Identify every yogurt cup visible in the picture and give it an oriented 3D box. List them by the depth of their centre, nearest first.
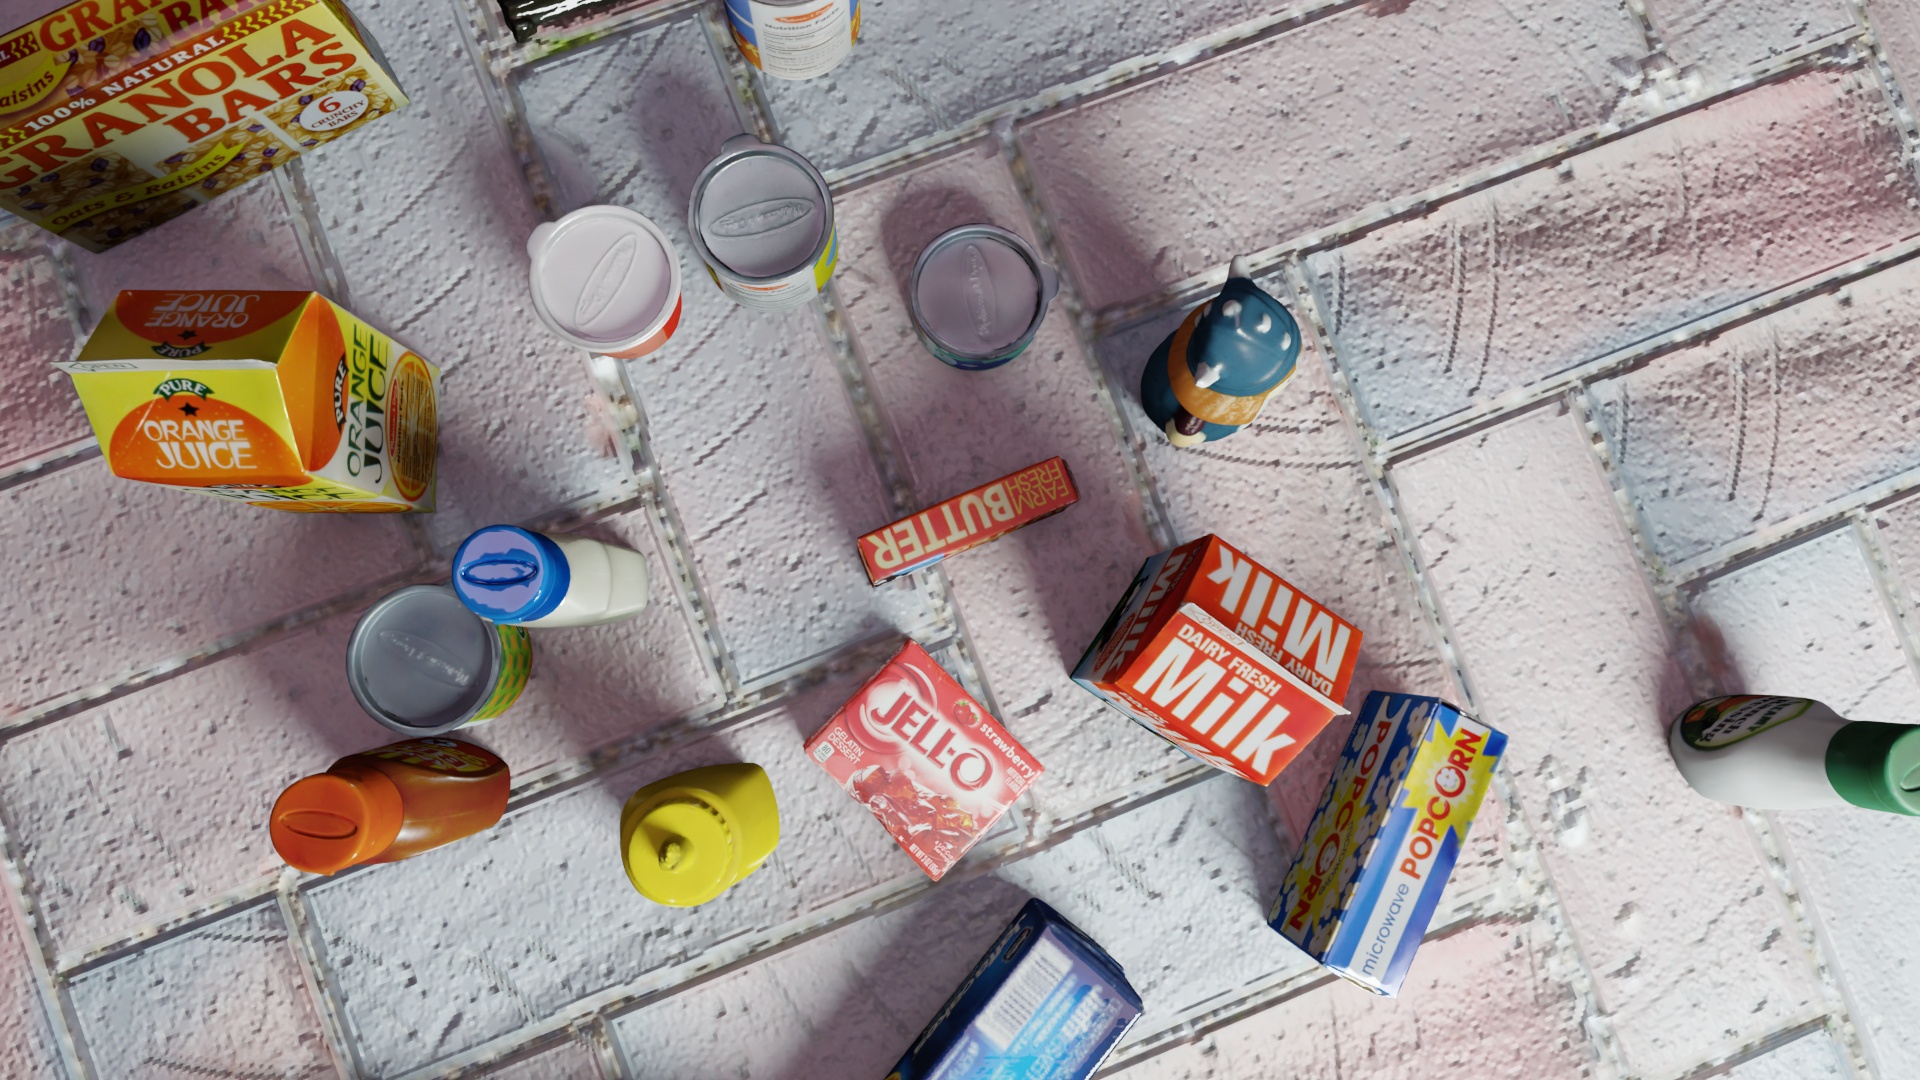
[{"bbox_3d":[-0.161,-0.116,0.649,0.072,0.054,0.072,0,85,-3],"label":"yogurt cup"}]

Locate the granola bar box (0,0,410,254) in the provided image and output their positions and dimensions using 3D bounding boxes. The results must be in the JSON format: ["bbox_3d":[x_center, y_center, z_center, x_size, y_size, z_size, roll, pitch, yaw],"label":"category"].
[{"bbox_3d":[-0.345,-0.196,0.610,0.166,0.124,0.039,-28,88,-5],"label":"granola bar box"}]

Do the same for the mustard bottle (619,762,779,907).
[{"bbox_3d":[-0.112,0.123,0.578,0.065,0.160,0.049,-13,87,-4],"label":"mustard bottle"}]

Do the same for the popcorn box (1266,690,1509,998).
[{"bbox_3d":[0.191,0.134,0.632,0.038,0.085,0.127,26,85,-1],"label":"popcorn box"}]

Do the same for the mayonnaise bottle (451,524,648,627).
[{"bbox_3d":[-0.175,0.016,0.590,0.065,0.148,0.041,-3,86,-3],"label":"mayonnaise bottle"}]

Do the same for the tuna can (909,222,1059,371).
[{"bbox_3d":[0.011,-0.117,0.669,0.071,0.033,0.071,0,85,-3],"label":"tuna can"}]

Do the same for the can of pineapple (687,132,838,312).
[{"bbox_3d":[-0.091,-0.147,0.653,0.071,0.058,0.071,0,85,-3],"label":"can of pineapple"}]

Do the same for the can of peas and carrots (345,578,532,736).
[{"bbox_3d":[-0.232,0.051,0.629,0.071,0.058,0.071,0,86,-3],"label":"can of peas and carrots"}]

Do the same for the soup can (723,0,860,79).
[{"bbox_3d":[-0.081,-0.266,0.651,0.071,0.083,0.071,0,86,-3],"label":"soup can"}]

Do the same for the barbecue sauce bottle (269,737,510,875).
[{"bbox_3d":[-0.237,0.109,0.578,0.065,0.148,0.043,10,85,-2],"label":"barbecue sauce bottle"}]

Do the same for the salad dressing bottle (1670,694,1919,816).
[{"bbox_3d":[0.375,0.095,0.614,0.064,0.147,0.044,-26,88,-5],"label":"salad dressing bottle"}]

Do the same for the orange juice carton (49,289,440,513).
[{"bbox_3d":[-0.279,-0.055,0.568,0.072,0.192,0.073,0,86,-3],"label":"orange juice carton"}]

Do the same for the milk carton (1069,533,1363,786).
[{"bbox_3d":[0.104,0.049,0.581,0.072,0.190,0.073,34,85,0],"label":"milk carton"}]

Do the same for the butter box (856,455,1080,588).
[{"bbox_3d":[0.002,-0.008,0.649,0.103,0.053,0.024,-22,87,-5],"label":"butter box"}]
